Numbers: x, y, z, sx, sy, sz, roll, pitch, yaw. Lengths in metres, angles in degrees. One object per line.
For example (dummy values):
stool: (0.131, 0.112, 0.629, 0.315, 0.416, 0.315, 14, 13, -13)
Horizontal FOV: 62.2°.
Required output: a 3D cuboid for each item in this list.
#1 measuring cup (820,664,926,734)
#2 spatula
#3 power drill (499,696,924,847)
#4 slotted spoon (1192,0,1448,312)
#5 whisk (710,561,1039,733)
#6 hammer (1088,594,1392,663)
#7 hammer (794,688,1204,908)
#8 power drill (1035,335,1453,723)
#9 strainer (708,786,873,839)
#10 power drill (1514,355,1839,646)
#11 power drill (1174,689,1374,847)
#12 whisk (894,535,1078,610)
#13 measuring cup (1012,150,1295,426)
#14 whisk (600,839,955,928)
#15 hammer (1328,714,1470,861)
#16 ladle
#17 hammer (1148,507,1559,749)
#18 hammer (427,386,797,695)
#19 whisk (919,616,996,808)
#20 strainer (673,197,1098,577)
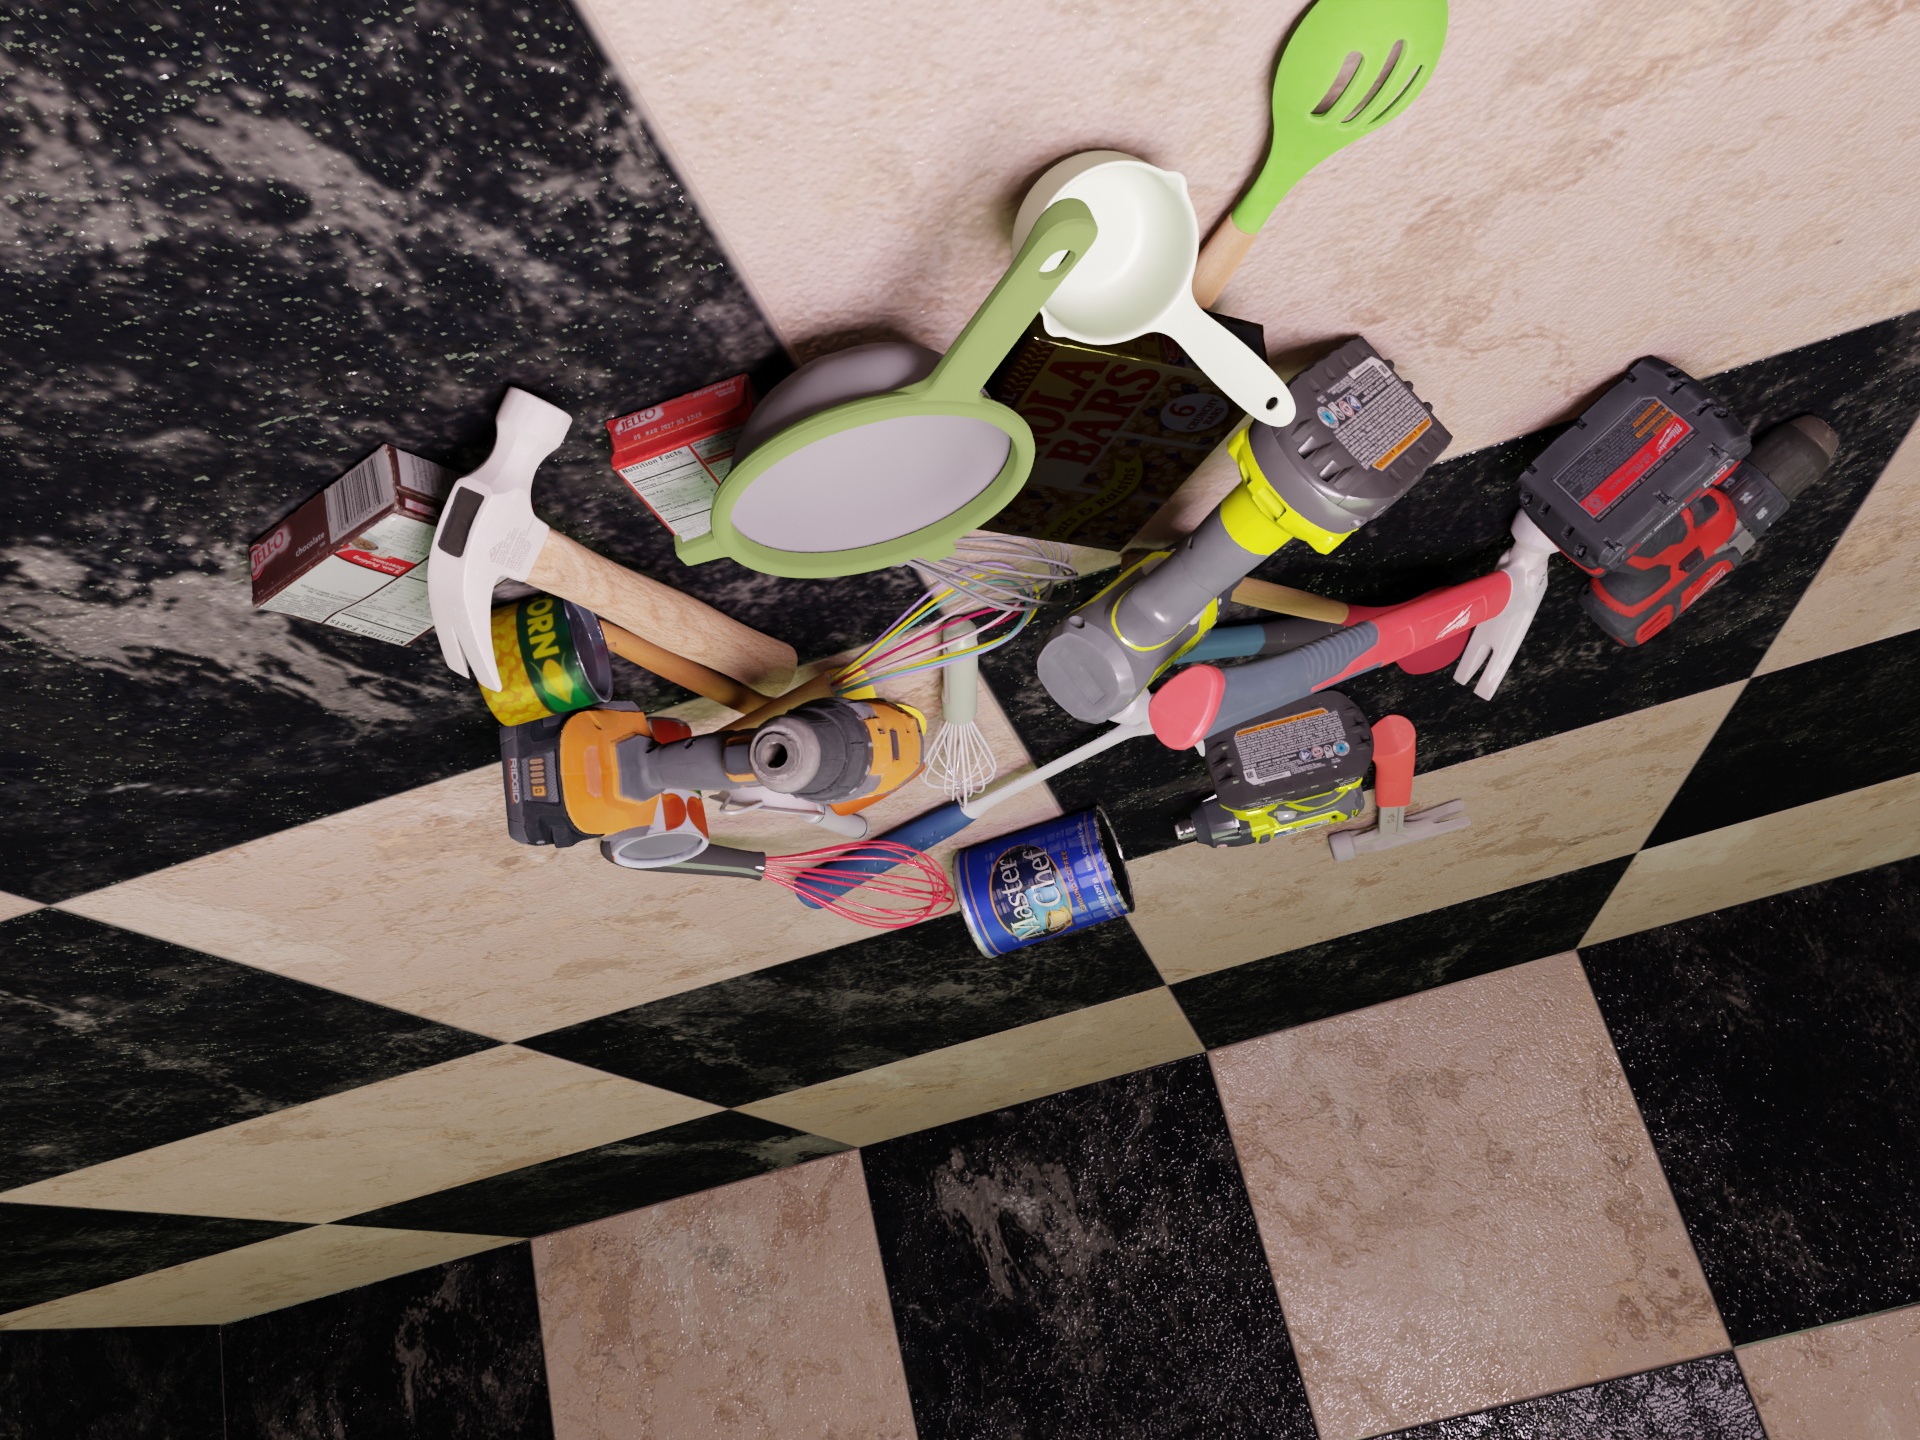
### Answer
measuring cup: (-0.062, -0.002, 1.099, 0.029, 0.062, 0.156, -3, 173, 19)
spatula: (-0.135, -0.003, 1.050, 0.081, 0.041, 0.322, -31, 152, 17)
power drill: (-0.149, 0.025, 0.915, 0.226, 0.084, 0.185, -5, 180, 13)
slotted spoon: (0.121, -0.211, 0.732, 0.070, 0.031, 0.313, -1, 156, -22)
whisk: (-0.059, -0.028, 1.000, 0.245, 0.051, 0.047, -27, 158, 14)
hammer: (0.225, -0.060, 1.140, 0.331, 0.033, 0.128, -7, 156, -18)
hammer: (0.021, 0.072, 1.327, 0.405, 0.035, 0.144, -29, 153, 32)
power drill: (0.158, -0.105, 0.887, 0.190, 0.080, 0.228, -38, 176, -45)
strainer: (-0.119, 0.067, 1.227, 0.087, 0.050, 0.258, 9, 172, 20)
power drill: (0.458, -0.145, 1.001, 0.188, 0.080, 0.226, -45, 148, 17)
power drill: (0.273, 0.057, 1.393, 0.171, 0.080, 0.223, -15, 161, 2)
whisk: (-0.034, -0.094, 0.891, 0.238, 0.055, 0.055, 4, 151, -30)
measuring cup: (0.090, -0.182, 0.697, 0.167, 0.038, 0.083, 32, 106, -36)
whisk: (-0.141, 0.120, 1.274, 0.295, 0.073, 0.073, 10, 150, -20)
hammer: (0.434, 0.066, 1.559, 0.149, 0.037, 0.358, -17, 158, 7)
ladle: (0.239, -0.079, 1.079, 0.315, 0.031, 0.069, 9, 110, -29)
hammer: (0.250, -0.035, 0.990, 0.386, 0.038, 0.143, -19, 135, -39)
hammer: (-0.169, -0.058, 0.850, 0.031, 0.130, 0.331, 25, 178, 21)
whisk: (-0.002, -0.004, 1.125, 0.059, 0.058, 0.246, -4, 152, -2)
strainer: (-0.022, -0.151, 0.687, 0.151, 0.069, 0.256, -4, 157, -33)
